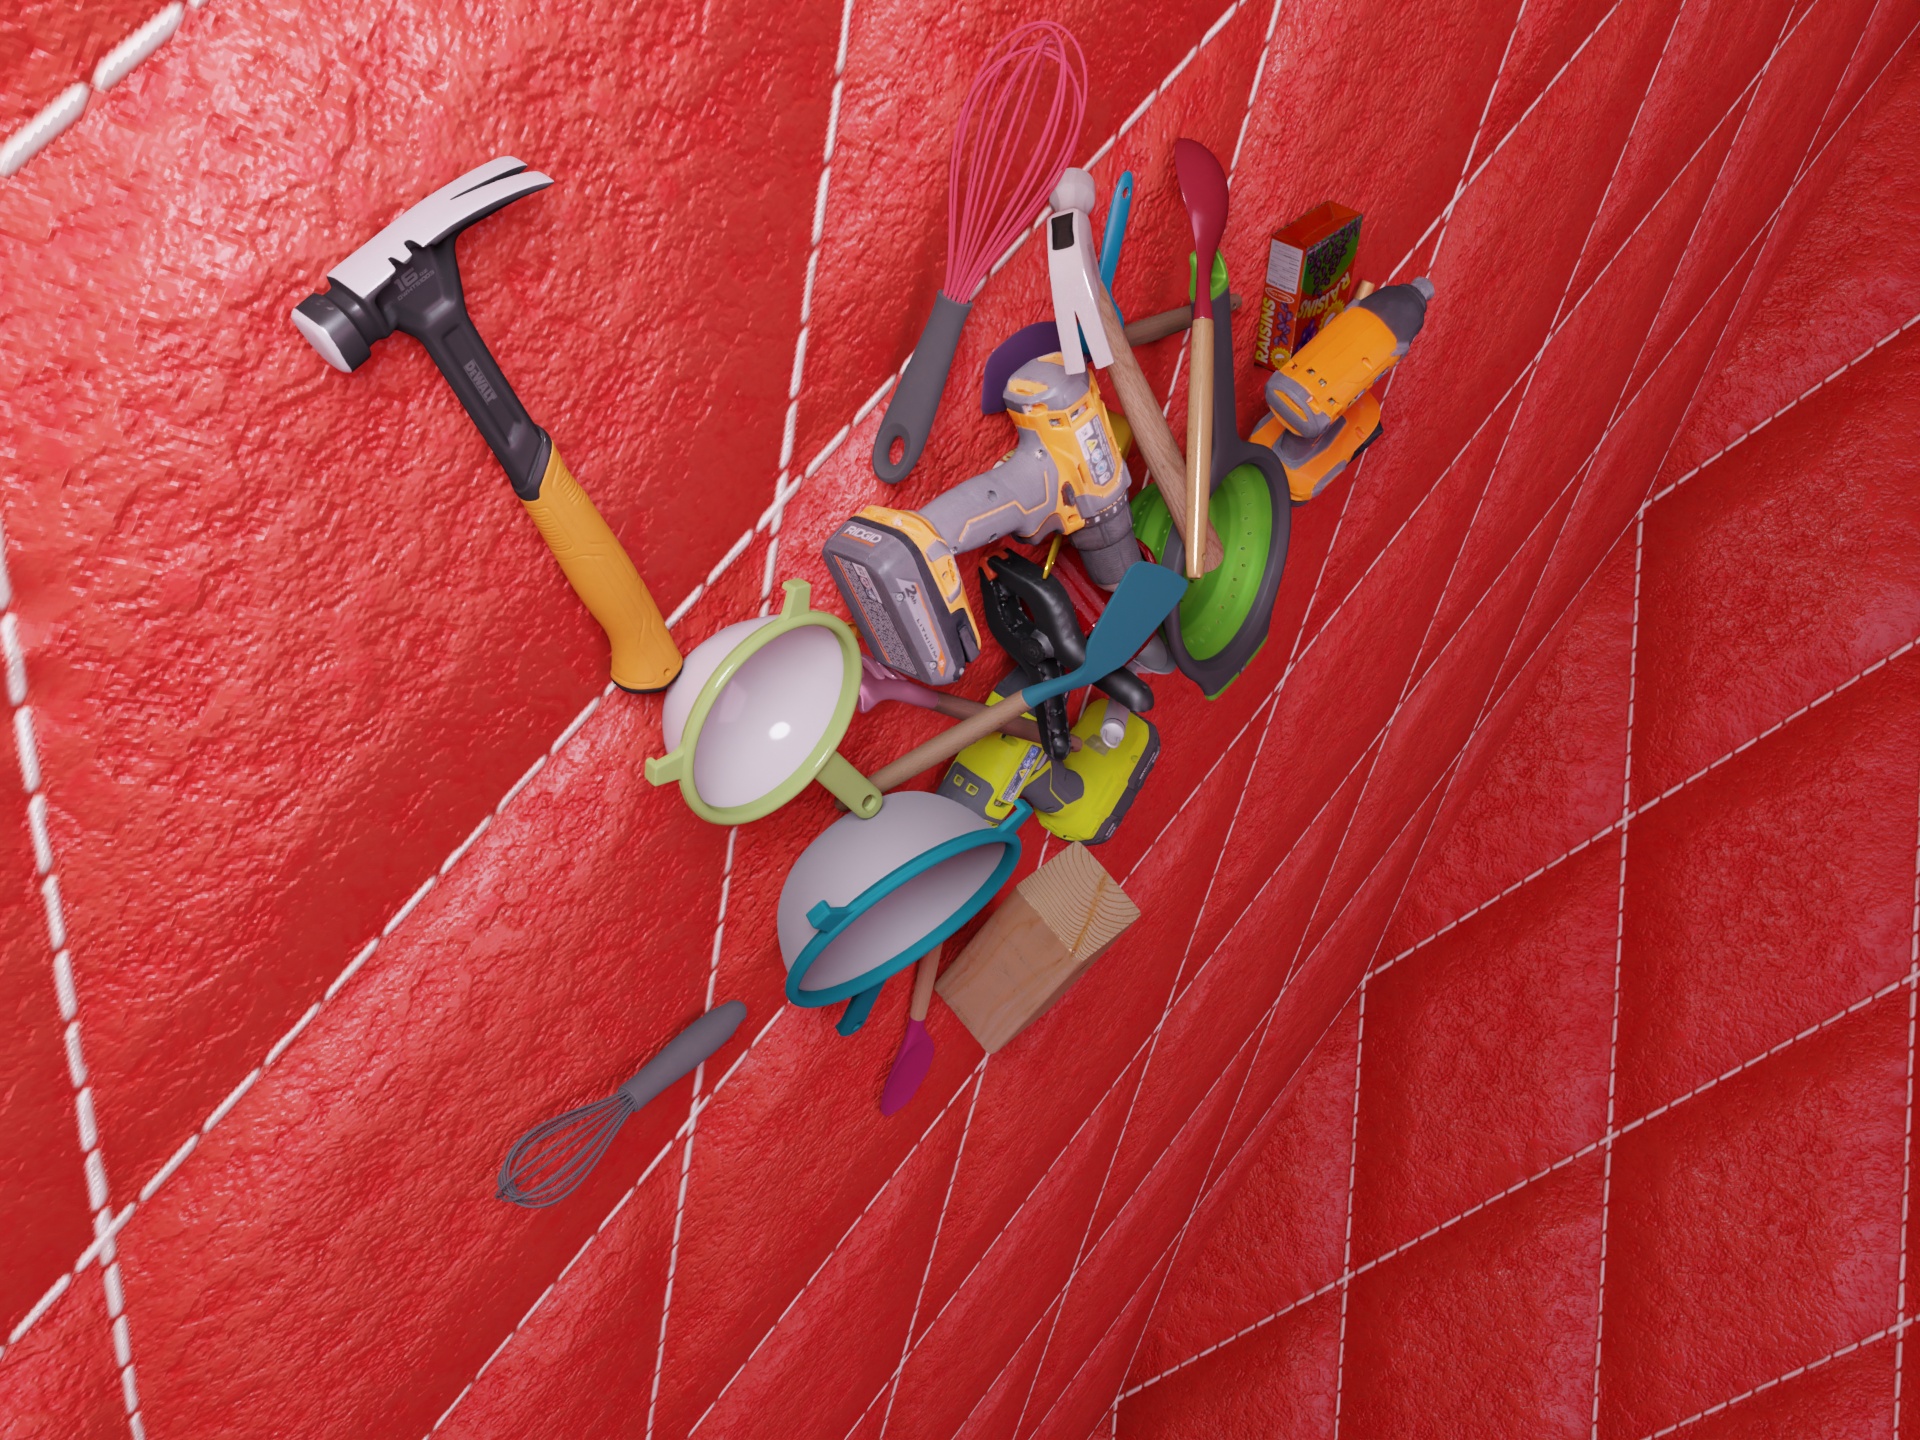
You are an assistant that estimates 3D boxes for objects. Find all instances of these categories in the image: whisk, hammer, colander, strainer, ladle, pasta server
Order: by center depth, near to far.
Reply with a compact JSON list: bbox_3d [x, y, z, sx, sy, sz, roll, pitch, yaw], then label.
[{"bbox_3d":[-0.207,-0.123,0.822,0.127,0.034,0.336,-46,150,-18],"label":"hammer"},{"bbox_3d":[0.003,-0.278,0.976,0.073,0.073,0.295,-16,136,-51],"label":"whisk"},{"bbox_3d":[-0.120,0.005,1.051,0.151,0.069,0.256,-54,153,-7],"label":"strainer"},{"bbox_3d":[0.127,-0.215,1.115,0.331,0.031,0.130,55,32,-47],"label":"hammer"},{"bbox_3d":[0.170,-0.258,1.128,0.069,0.031,0.315,4,87,-57],"label":"ladle"},{"bbox_3d":[-0.242,0.274,1.163,0.239,0.055,0.055,-36,146,-42],"label":"whisk"},{"bbox_3d":[-0.002,-0.004,1.199,0.060,0.040,0.316,-37,147,28],"label":"pasta server"},{"bbox_3d":[-0.078,0.154,1.265,0.211,0.095,0.340,-26,158,-28],"label":"strainer"},{"bbox_3d":[0.182,-0.204,1.304,0.204,0.095,0.396,-45,139,-34],"label":"colander"},{"bbox_3d":[0.138,-0.038,1.342,0.050,0.087,0.259,-49,-172,28],"label":"strainer"}]

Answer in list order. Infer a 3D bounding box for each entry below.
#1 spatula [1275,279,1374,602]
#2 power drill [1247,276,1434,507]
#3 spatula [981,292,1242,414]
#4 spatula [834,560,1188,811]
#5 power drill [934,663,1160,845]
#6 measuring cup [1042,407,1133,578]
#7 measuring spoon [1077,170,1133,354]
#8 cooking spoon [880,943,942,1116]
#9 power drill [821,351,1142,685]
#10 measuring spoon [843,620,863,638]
[{"bbox_3d":[0.334,-0.262,1.529,0.081,0.041,0.322,-10,126,-53],"label":"spatula"},{"bbox_3d":[0.328,-0.285,1.370,0.164,0.084,0.226,-43,169,-5],"label":"power drill"},{"bbox_3d":[0.121,-0.287,1.189,0.316,0.018,0.059,-27,136,-42],"label":"spatula"},{"bbox_3d":[0.026,-0.014,1.151,0.317,0.044,0.082,-30,158,27],"label":"spatula"},{"bbox_3d":[0.085,0.026,1.393,0.171,0.080,0.223,-60,149,5],"label":"power drill"},{"bbox_3d":[0.098,-0.168,1.206,0.062,0.029,0.157,94,16,-64],"label":"measuring cup"},{"bbox_3d":[0.111,-0.319,1.121,0.042,0.021,0.128,-16,124,-47],"label":"measuring spoon"},{"bbox_3d":[-0.036,0.259,1.497,0.069,0.017,0.318,-26,139,-41],"label":"cooking spoon"},{"bbox_3d":[0.032,-0.120,1.101,0.226,0.084,0.185,-42,130,-21],"label":"power drill"},{"bbox_3d":[-0.053,-0.076,1.142,0.117,0.011,0.021,-28,140,-48],"label":"measuring spoon"}]
